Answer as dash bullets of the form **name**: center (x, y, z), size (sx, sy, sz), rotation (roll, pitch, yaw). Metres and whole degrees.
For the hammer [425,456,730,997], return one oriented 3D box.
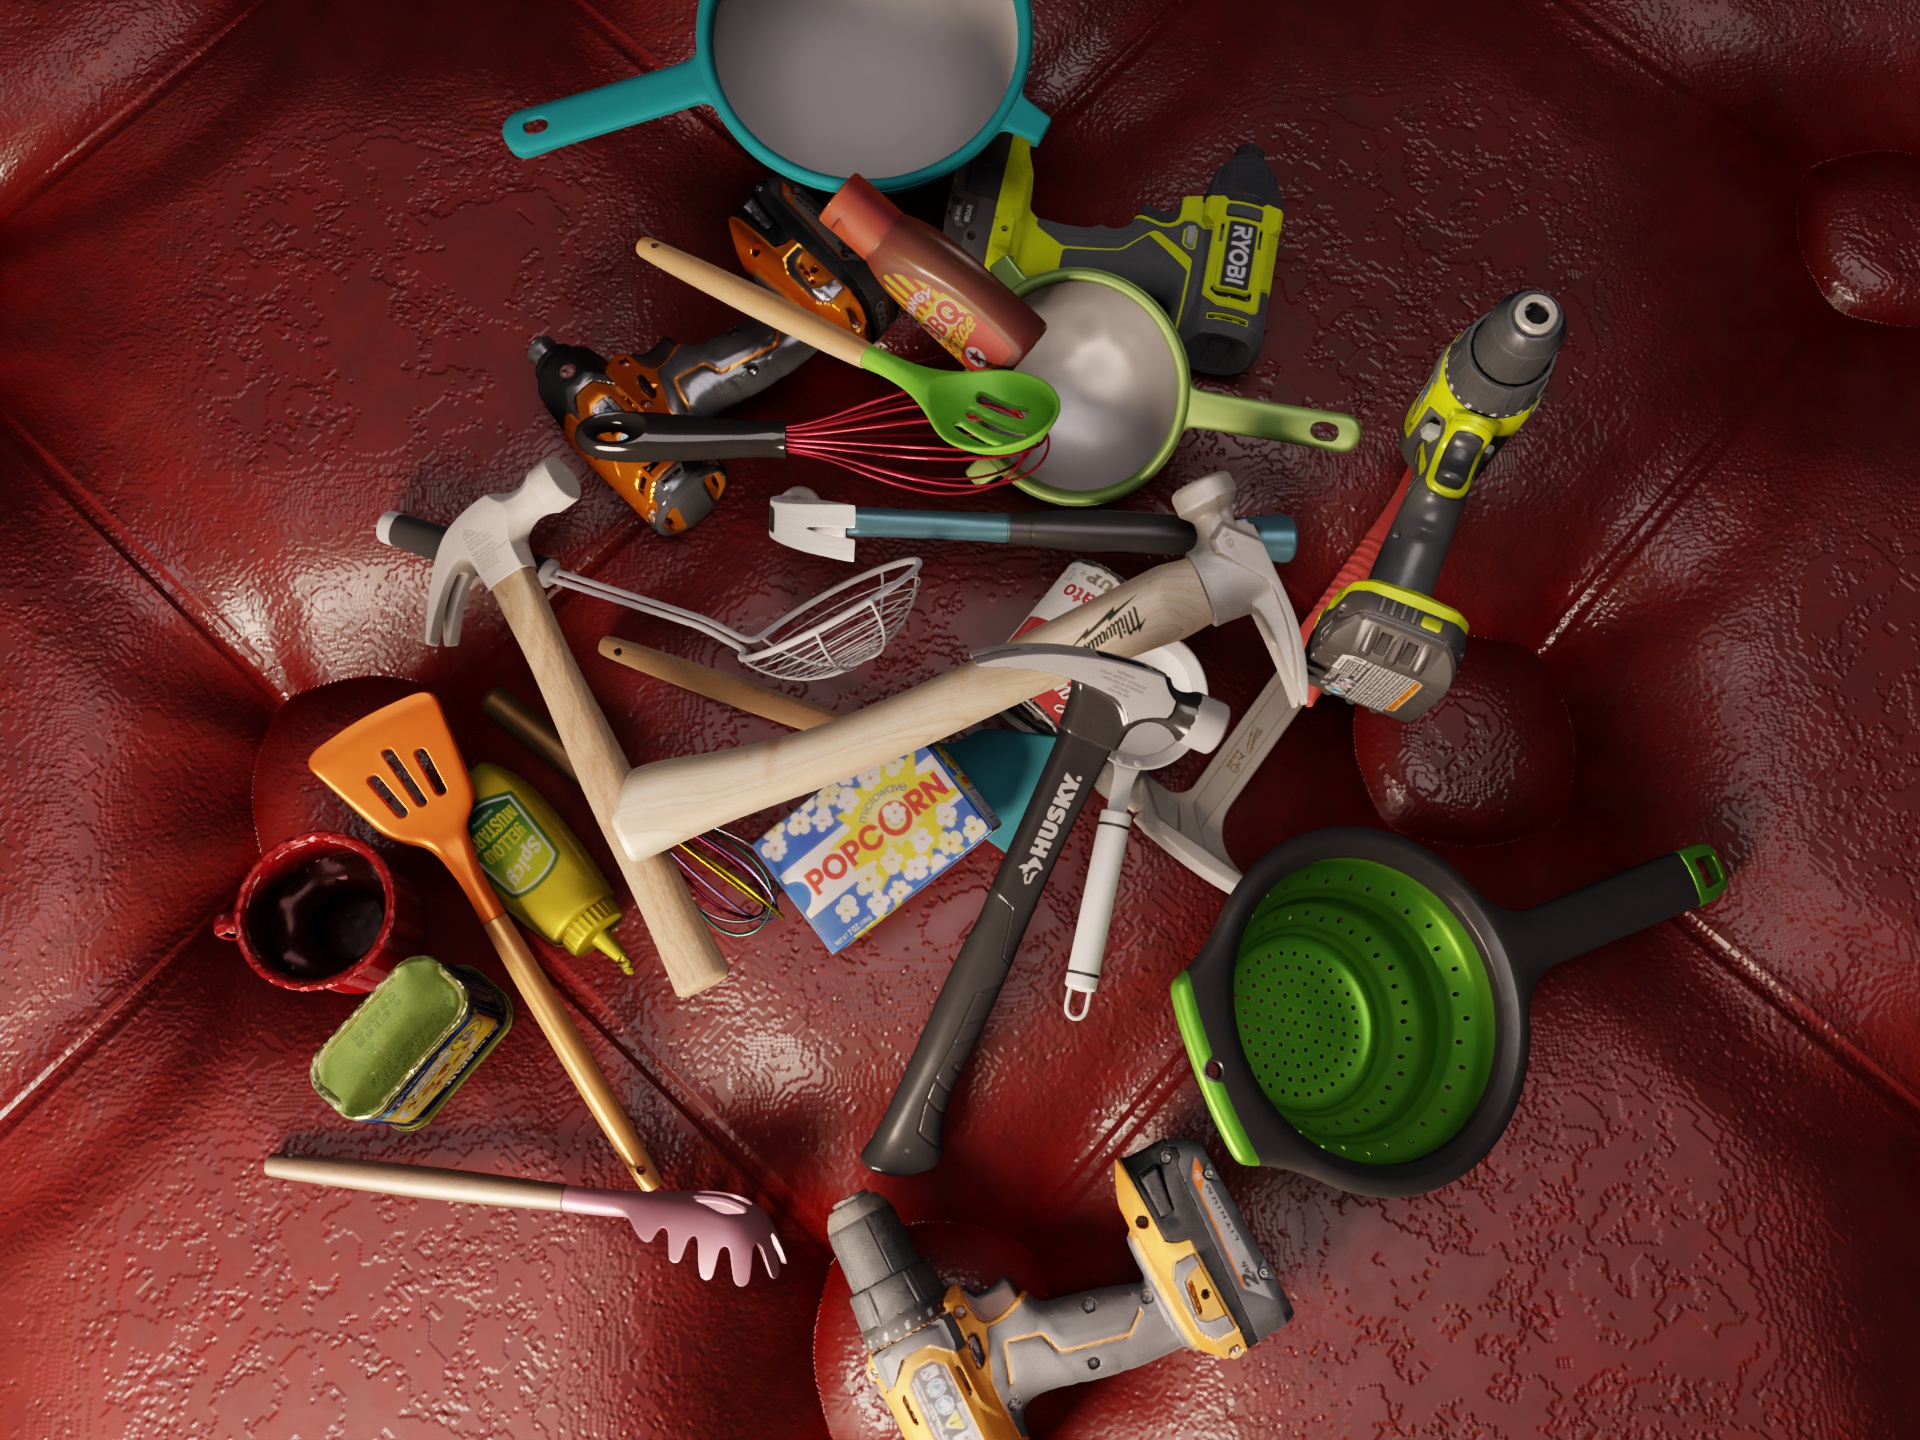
- **hammer**: center (-0.227, 0.013, 0.963), size (0.130, 0.031, 0.331), rotation (-31, 79, 18)

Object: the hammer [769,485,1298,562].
- **hammer**: center (0.044, -0.121, 1.002), size (0.331, 0.128, 0.033), rotation (2, 104, -1)

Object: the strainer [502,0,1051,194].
- **strainer**: center (-0.121, -0.407, 1.032), size (0.340, 0.095, 0.211), rotation (-16, 84, -1)

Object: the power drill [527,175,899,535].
- **power drill**: center (-0.170, -0.253, 1.061), size (0.164, 0.084, 0.226), rotation (44, 82, 12)

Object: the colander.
- **colander**: center (0.288, 0.150, 0.950), size (0.397, 0.094, 0.204), rotation (-16, 79, -23)

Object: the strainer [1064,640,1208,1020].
- **strainer**: center (0.093, 0.052, 0.958), size (0.086, 0.050, 0.258), rotation (16, 79, -15)

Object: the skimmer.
- **skimmer**: center (-0.204, -0.104, 1.011), size (0.363, 0.127, 0.090), rotation (17, 117, 10)

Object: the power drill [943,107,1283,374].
- **power drill**: center (0.106, -0.339, 1.088), size (0.223, 0.080, 0.171), rotation (12, 70, 0)

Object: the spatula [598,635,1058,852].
- **spatula**: center (-0.086, 0.001, 1.006), size (0.317, 0.044, 0.082), rotation (19, 96, 7)

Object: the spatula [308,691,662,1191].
- **spatula**: center (-0.263, 0.138, 0.932), size (0.081, 0.041, 0.322), rotation (-31, 91, -9)

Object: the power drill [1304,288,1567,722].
- **power drill**: center (0.281, -0.127, 0.932), size (0.080, 0.190, 0.228), rotation (22, 80, 6)

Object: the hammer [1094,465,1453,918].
- **hammer**: center (0.247, -0.052, 1.025), size (0.149, 0.036, 0.359), rotation (36, 78, 9)

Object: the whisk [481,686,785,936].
- **whisk**: center (-0.206, 0.055, 0.994), size (0.245, 0.047, 0.051), rotation (35, 106, 15)

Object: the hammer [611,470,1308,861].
- **hammer**: center (-0.001, -0.003, 0.926), size (0.410, 0.038, 0.146), rotation (-23, 86, -4)

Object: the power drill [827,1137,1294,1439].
- **power drill**: center (0.048, 0.316, 0.901), size (0.226, 0.084, 0.185), rotation (-28, 75, -3)

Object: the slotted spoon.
- **slotted spoon**: center (-0.077, -0.237, 0.985), size (0.314, 0.031, 0.070), rotation (29, 63, 18)

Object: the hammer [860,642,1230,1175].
- **hammer**: center (0.019, 0.113, 0.910), size (0.146, 0.035, 0.334), rotation (22, 100, -11)

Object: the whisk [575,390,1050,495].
- **whisk**: center (-0.090, -0.176, 0.995), size (0.296, 0.073, 0.073), rotation (0, 74, -6)

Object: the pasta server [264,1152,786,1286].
- **pasta server**: center (-0.256, 0.283, 0.926), size (0.316, 0.060, 0.040), rotation (4, 93, 8)

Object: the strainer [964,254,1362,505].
- **strainer**: center (0.132, -0.210, 1.028), size (0.256, 0.069, 0.151), rotation (13, 112, 15)
